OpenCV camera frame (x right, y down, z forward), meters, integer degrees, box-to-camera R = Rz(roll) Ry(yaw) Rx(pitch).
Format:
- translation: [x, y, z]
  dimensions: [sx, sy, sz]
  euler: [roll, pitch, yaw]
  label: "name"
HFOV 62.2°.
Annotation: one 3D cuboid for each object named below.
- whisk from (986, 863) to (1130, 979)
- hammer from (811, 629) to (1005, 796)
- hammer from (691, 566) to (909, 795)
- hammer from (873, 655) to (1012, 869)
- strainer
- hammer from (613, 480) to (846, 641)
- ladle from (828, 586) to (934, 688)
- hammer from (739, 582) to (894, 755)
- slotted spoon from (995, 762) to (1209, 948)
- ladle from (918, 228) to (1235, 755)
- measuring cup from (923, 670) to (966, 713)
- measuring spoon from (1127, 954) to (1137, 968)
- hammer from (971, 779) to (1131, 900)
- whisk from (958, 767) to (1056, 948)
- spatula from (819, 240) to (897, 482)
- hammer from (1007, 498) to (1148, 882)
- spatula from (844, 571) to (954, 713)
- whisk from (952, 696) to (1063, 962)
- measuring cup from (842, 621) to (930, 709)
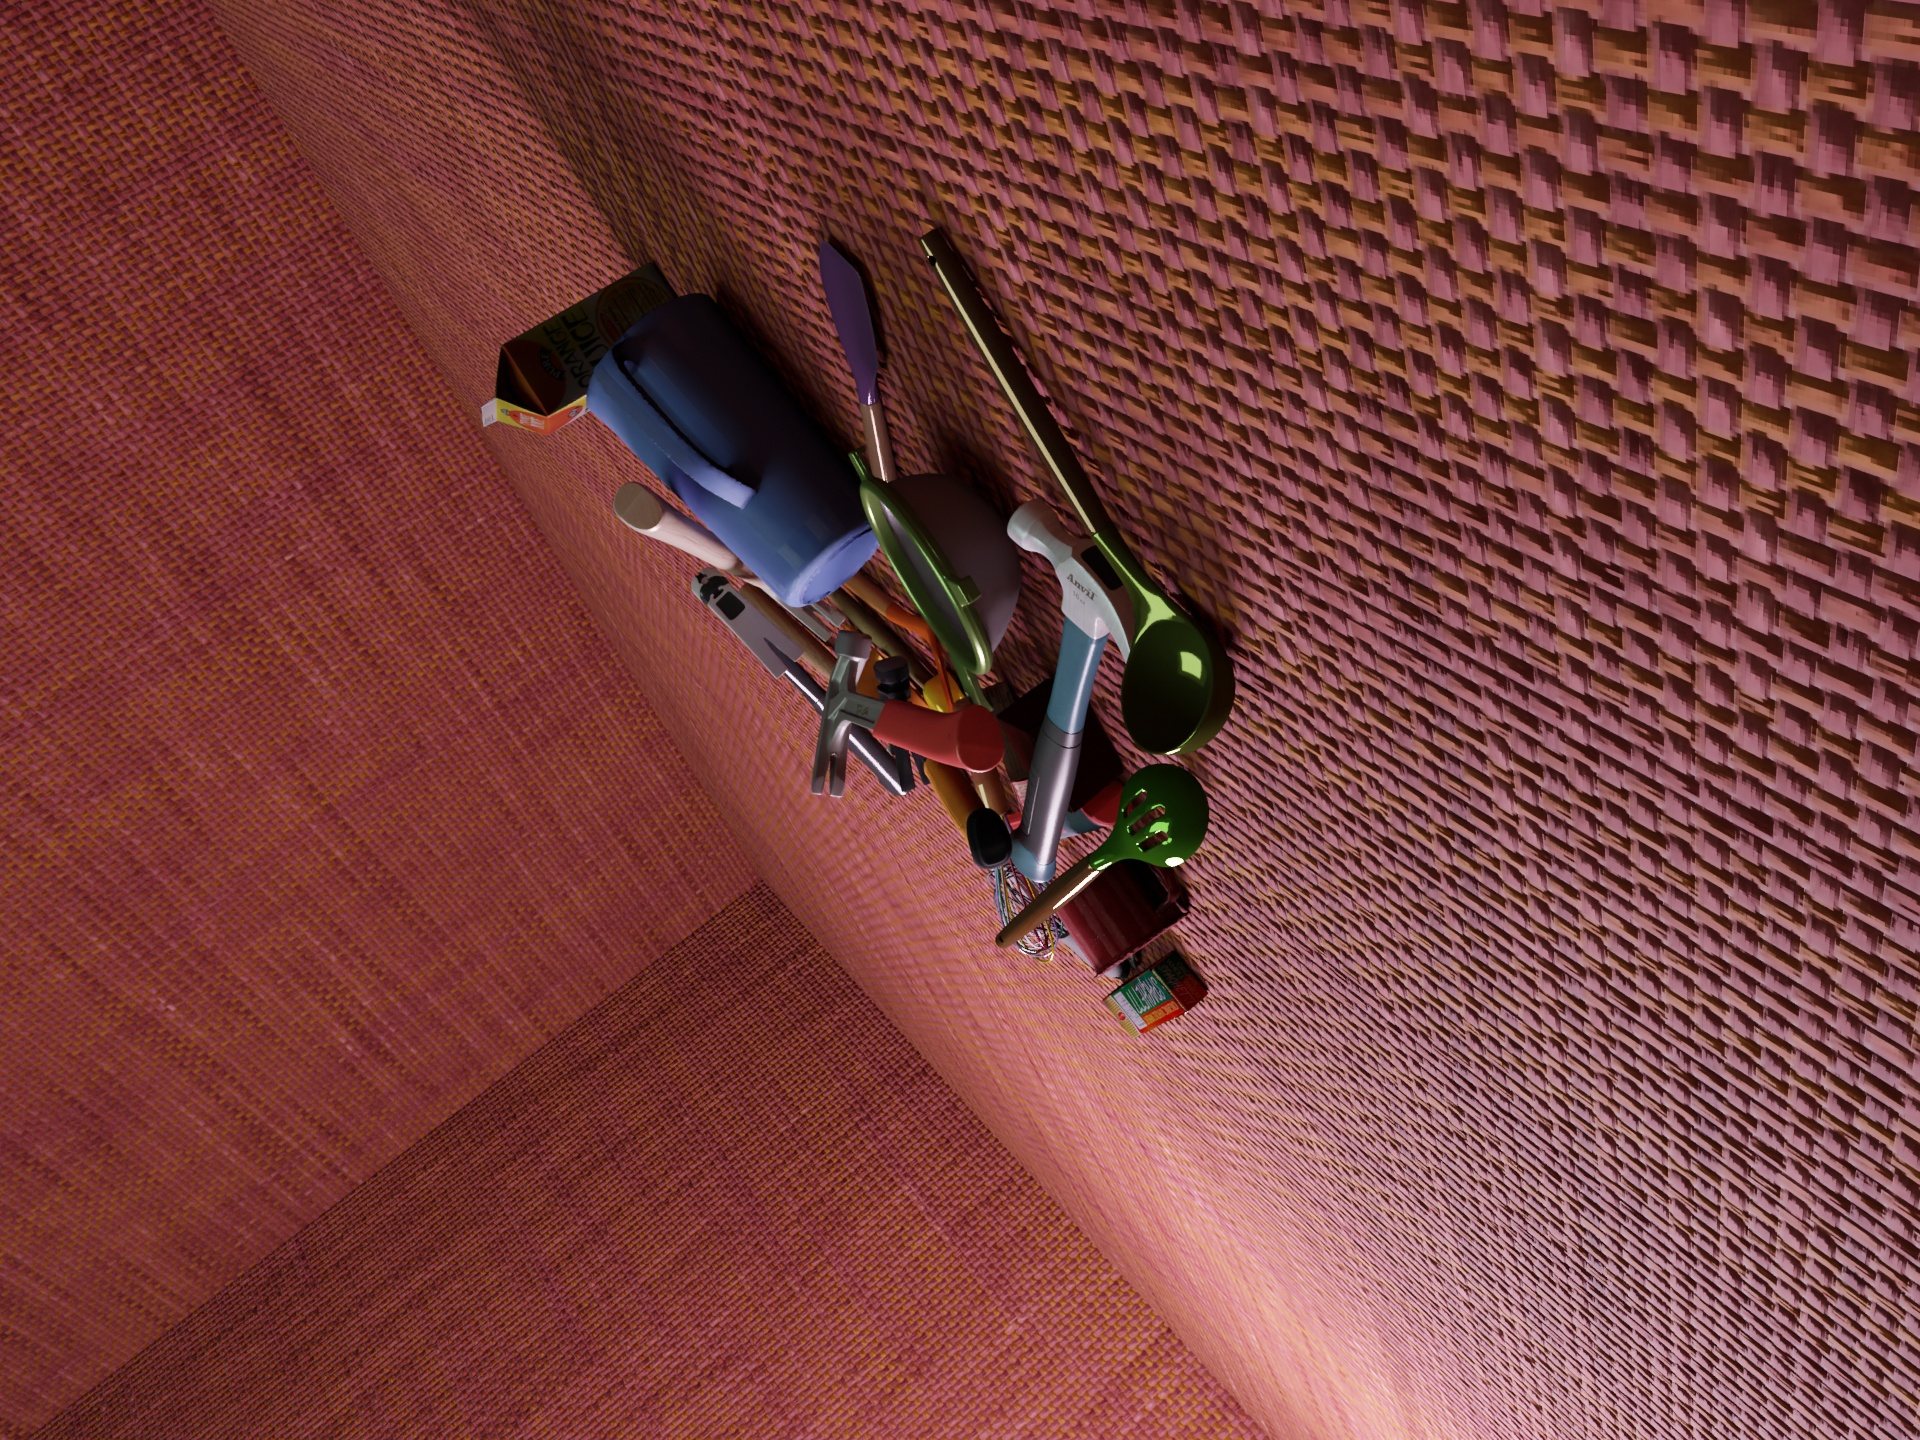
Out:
- translation: [0.096, 0.186, 1.437]
  dimensions: [0.055, 0.055, 0.238]
  euler: [39, 179, 44]
  label: "whisk"
- translation: [-0.050, 0.012, 1.262]
  dimensions: [0.359, 0.036, 0.149]
  euler: [-163, 82, -69]
  label: "hammer"
- translation: [-0.131, -0.016, 1.539]
  dimensions: [0.146, 0.035, 0.334]
  euler: [42, 175, 42]
  label: "hammer"
- translation: [-0.015, 0.050, 1.301]
  dimensions: [0.337, 0.034, 0.127]
  euler: [-128, 24, -68]
  label: "hammer"
- translation: [0.010, -0.084, 1.099]
  dimensions: [0.152, 0.069, 0.256]
  euler: [53, 173, 31]
  label: "strainer"
- translation: [-0.203, -0.142, 1.390]
  dimensions: [0.146, 0.038, 0.410]
  euler: [39, -177, 7]
  label: "hammer"
- translation: [-0.111, -0.112, 1.501]
  dimensions: [0.316, 0.031, 0.069]
  euler: [44, -178, 25]
  label: "ladle"
- translation: [-0.151, -0.065, 1.733]
  dimensions: [0.332, 0.031, 0.129]
  euler: [40, 161, 42]
  label: "hammer"
- translation: [0.091, 0.116, 1.177]
  dimensions: [0.070, 0.031, 0.313]
  euler: [64, 149, 15]
  label: "slotted spoon"
- translation: [0.057, -0.123, 0.880]
  dimensions: [0.078, 0.062, 0.320]
  euler: [-20, 105, 52]
  label: "ladle"
- translation: [-0.002, -0.004, 1.351]
  dimensions: [0.062, 0.029, 0.157]
  euler: [62, 176, -14]
  label: "measuring cup"
- translation: [0.156, 0.203, 1.446]
  dimensions: [0.034, 0.018, 0.124]
  euler: [50, 173, 23]
  label: "measuring spoon"
- translation: [0.083, 0.100, 1.372]
  dimensions: [0.143, 0.038, 0.386]
  euler: [52, 166, -1]
  label: "hammer"
- translation: [0.034, 0.133, 1.609]
  dimensions: [0.059, 0.058, 0.246]
  euler: [-12, 117, 36]
  label: "whisk"
- translation: [-0.062, -0.212, 1.121]
  dimensions: [0.060, 0.018, 0.315]
  euler: [48, 164, 28]
  label: "spatula"
- translation: [0.067, 0.006, 1.064]
  dimensions: [0.128, 0.033, 0.330]
  euler: [43, 150, 24]
  label: "hammer"
- translation: [-0.079, -0.102, 1.396]
  dimensions: [0.323, 0.041, 0.080]
  euler: [40, 154, 45]
  label: "spatula"
- translation: [0.038, 0.093, 1.299]
  dimensions: [0.047, 0.051, 0.244]
  euler: [-112, 5, -69]
  label: "whisk"
- translation: [-0.090, -0.040, 1.526]
  dimensions: [0.095, 0.052, 0.174]
  euler: [46, 179, -42]
  label: "measuring cup"
